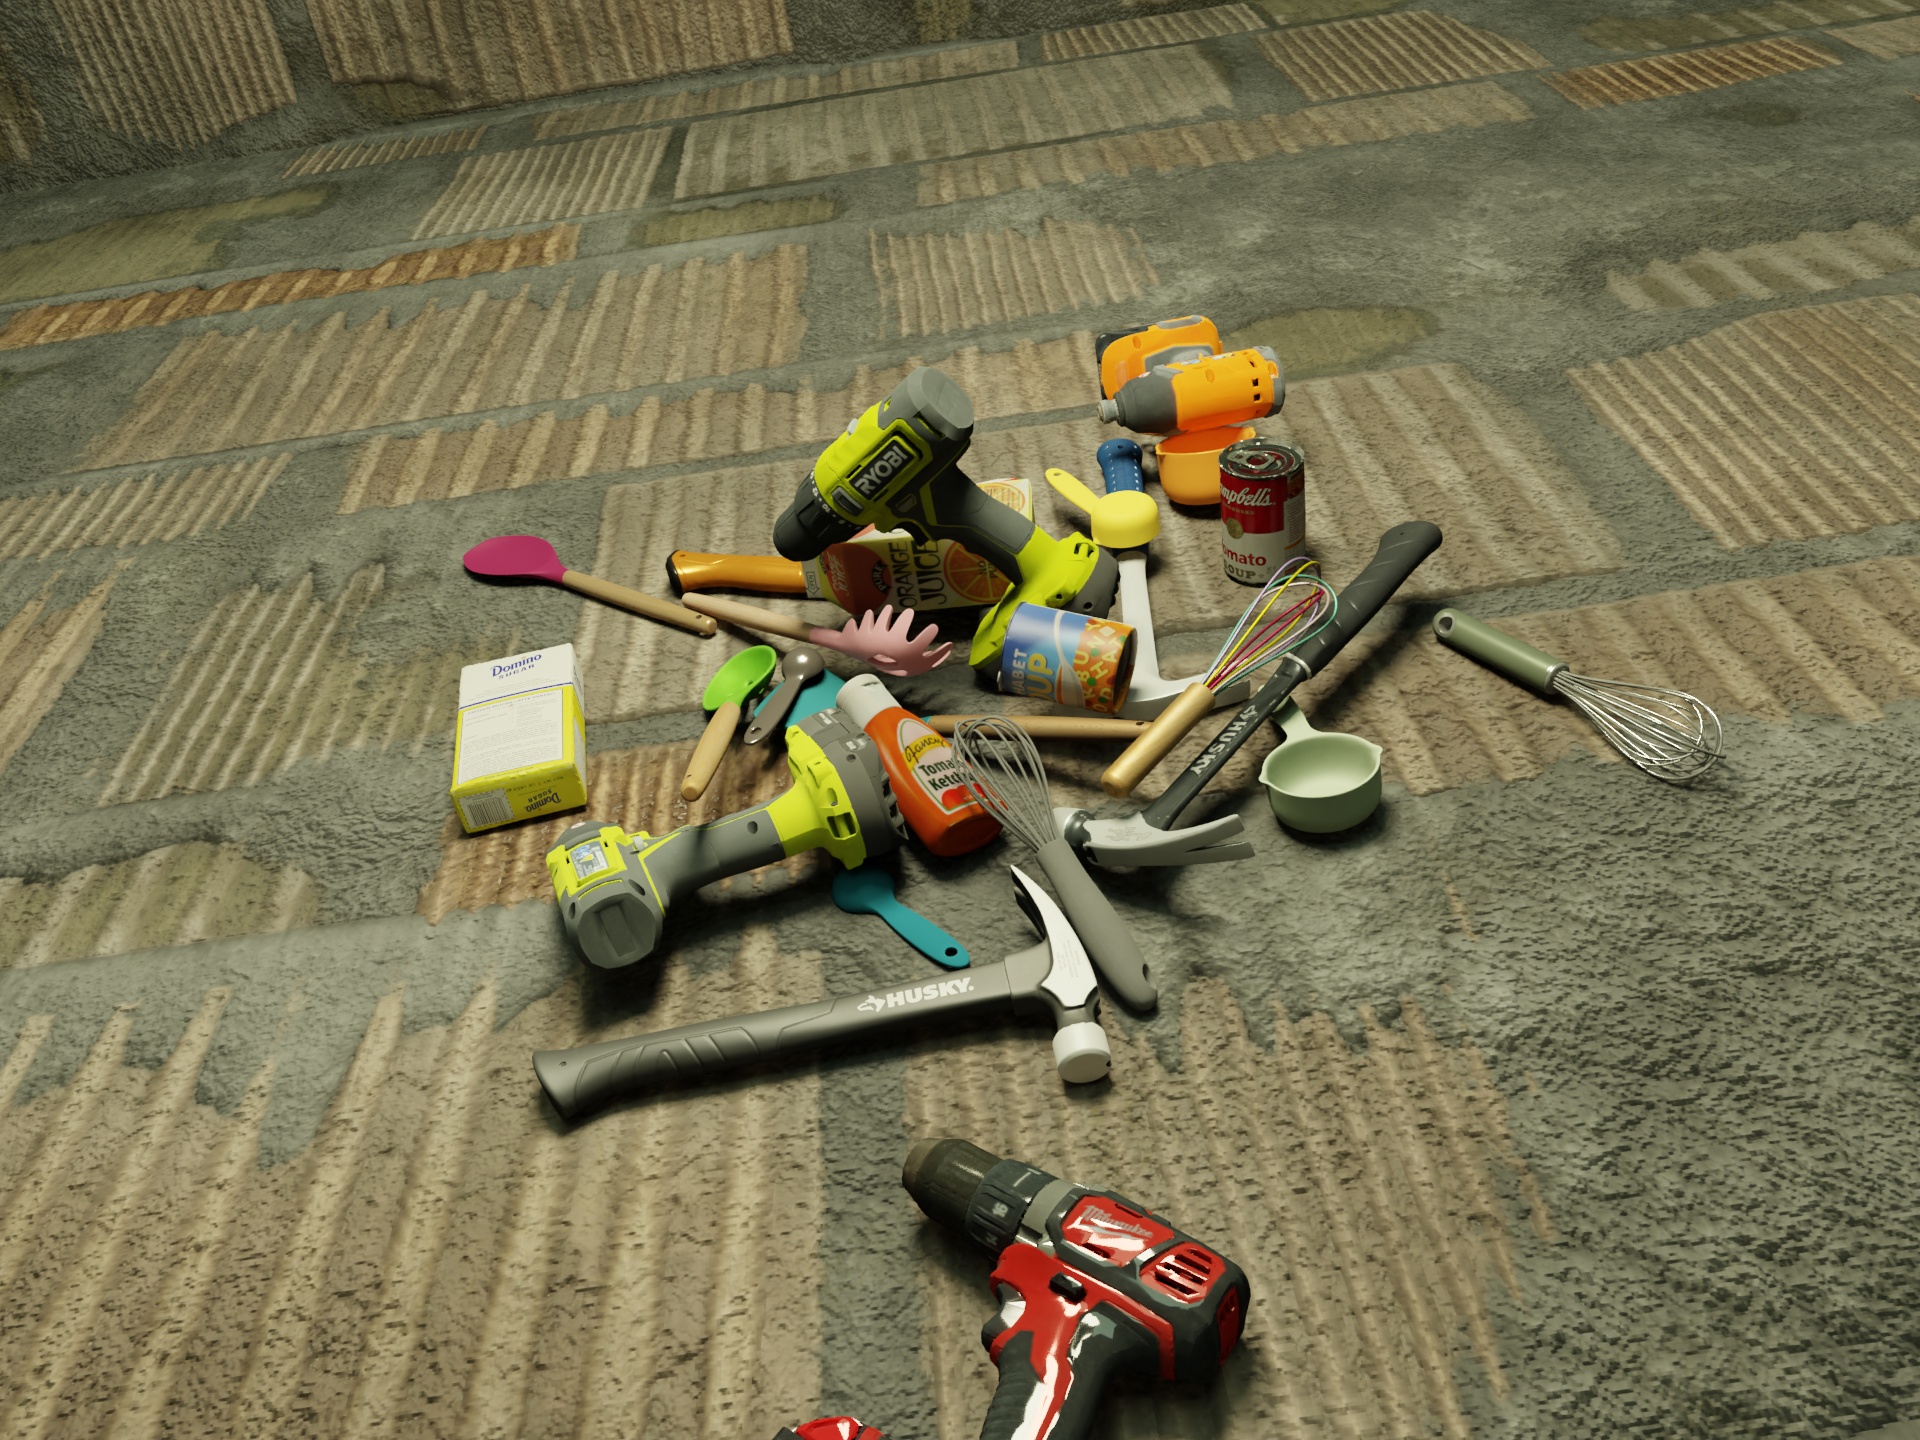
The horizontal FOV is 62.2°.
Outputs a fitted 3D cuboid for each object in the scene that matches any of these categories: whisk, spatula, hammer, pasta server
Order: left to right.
[{"bbox_3d":[-0.127,-0.079,1.272,0.316,0.060,0.040,17,68,46],"label":"pasta server"},{"bbox_3d":[-0.087,0.176,0.942,0.335,0.035,0.146,-11,43,-1],"label":"hammer"},{"bbox_3d":[-0.096,-0.127,1.364,0.337,0.034,0.127,5,39,18],"label":"hammer"},{"bbox_3d":[-0.002,-0.004,1.142,0.317,0.044,0.082,1,32,33],"label":"spatula"},{"bbox_3d":[0.059,0.084,0.999,0.055,0.055,0.239,-21,55,-16],"label":"whisk"},{"bbox_3d":[0.147,-0.127,1.310,0.144,0.035,0.406,-5,36,6],"label":"hammer"},{"bbox_3d":[0.177,-0.027,1.069,0.051,0.047,0.245,45,63,4],"label":"whisk"},{"bbox_3d":[0.228,-0.028,1.102,0.149,0.036,0.409,2,36,48],"label":"hammer"},{"bbox_3d":[0.424,-0.026,1.110,0.059,0.057,0.247,10,19,-37],"label":"whisk"}]

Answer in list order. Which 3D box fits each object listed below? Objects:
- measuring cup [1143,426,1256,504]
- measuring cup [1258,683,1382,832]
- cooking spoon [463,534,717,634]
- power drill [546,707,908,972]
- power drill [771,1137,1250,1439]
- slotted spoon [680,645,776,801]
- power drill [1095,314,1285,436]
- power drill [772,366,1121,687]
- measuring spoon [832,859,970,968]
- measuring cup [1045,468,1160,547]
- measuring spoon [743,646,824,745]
[{"bbox_3d":[0.204,-0.234,1.438,0.095,0.052,0.174,-17,21,-16],"label":"measuring cup"},{"bbox_3d":[0.235,0.024,1.089,0.083,0.038,0.168,-15,27,0],"label":"measuring cup"},{"bbox_3d":[-0.334,-0.121,1.422,0.319,0.017,0.069,19,45,34],"label":"cooking spoon"},{"bbox_3d":[-0.162,0.074,1.060,0.223,0.080,0.171,-22,22,-13],"label":"power drill"},{"bbox_3d":[0.003,0.296,0.733,0.188,0.080,0.227,19,41,33],"label":"power drill"},{"bbox_3d":[-0.169,0.003,1.129,0.070,0.031,0.314,-33,14,8],"label":"slotted spoon"},{"bbox_3d":[0.191,-0.316,1.482,0.164,0.084,0.227,-11,22,-3],"label":"power drill"},{"bbox_3d":[-0.013,-0.130,1.186,0.190,0.228,0.080,-37,22,35],"label":"power drill"},{"bbox_3d":[-0.038,0.121,1.022,0.042,0.021,0.129,-32,40,-28],"label":"measuring spoon"},{"bbox_3d":[0.113,-0.192,1.350,0.062,0.029,0.157,-23,39,-17],"label":"measuring cup"},{"bbox_3d":[-0.135,-0.021,1.188,0.034,0.018,0.124,-1,33,20],"label":"measuring spoon"}]
